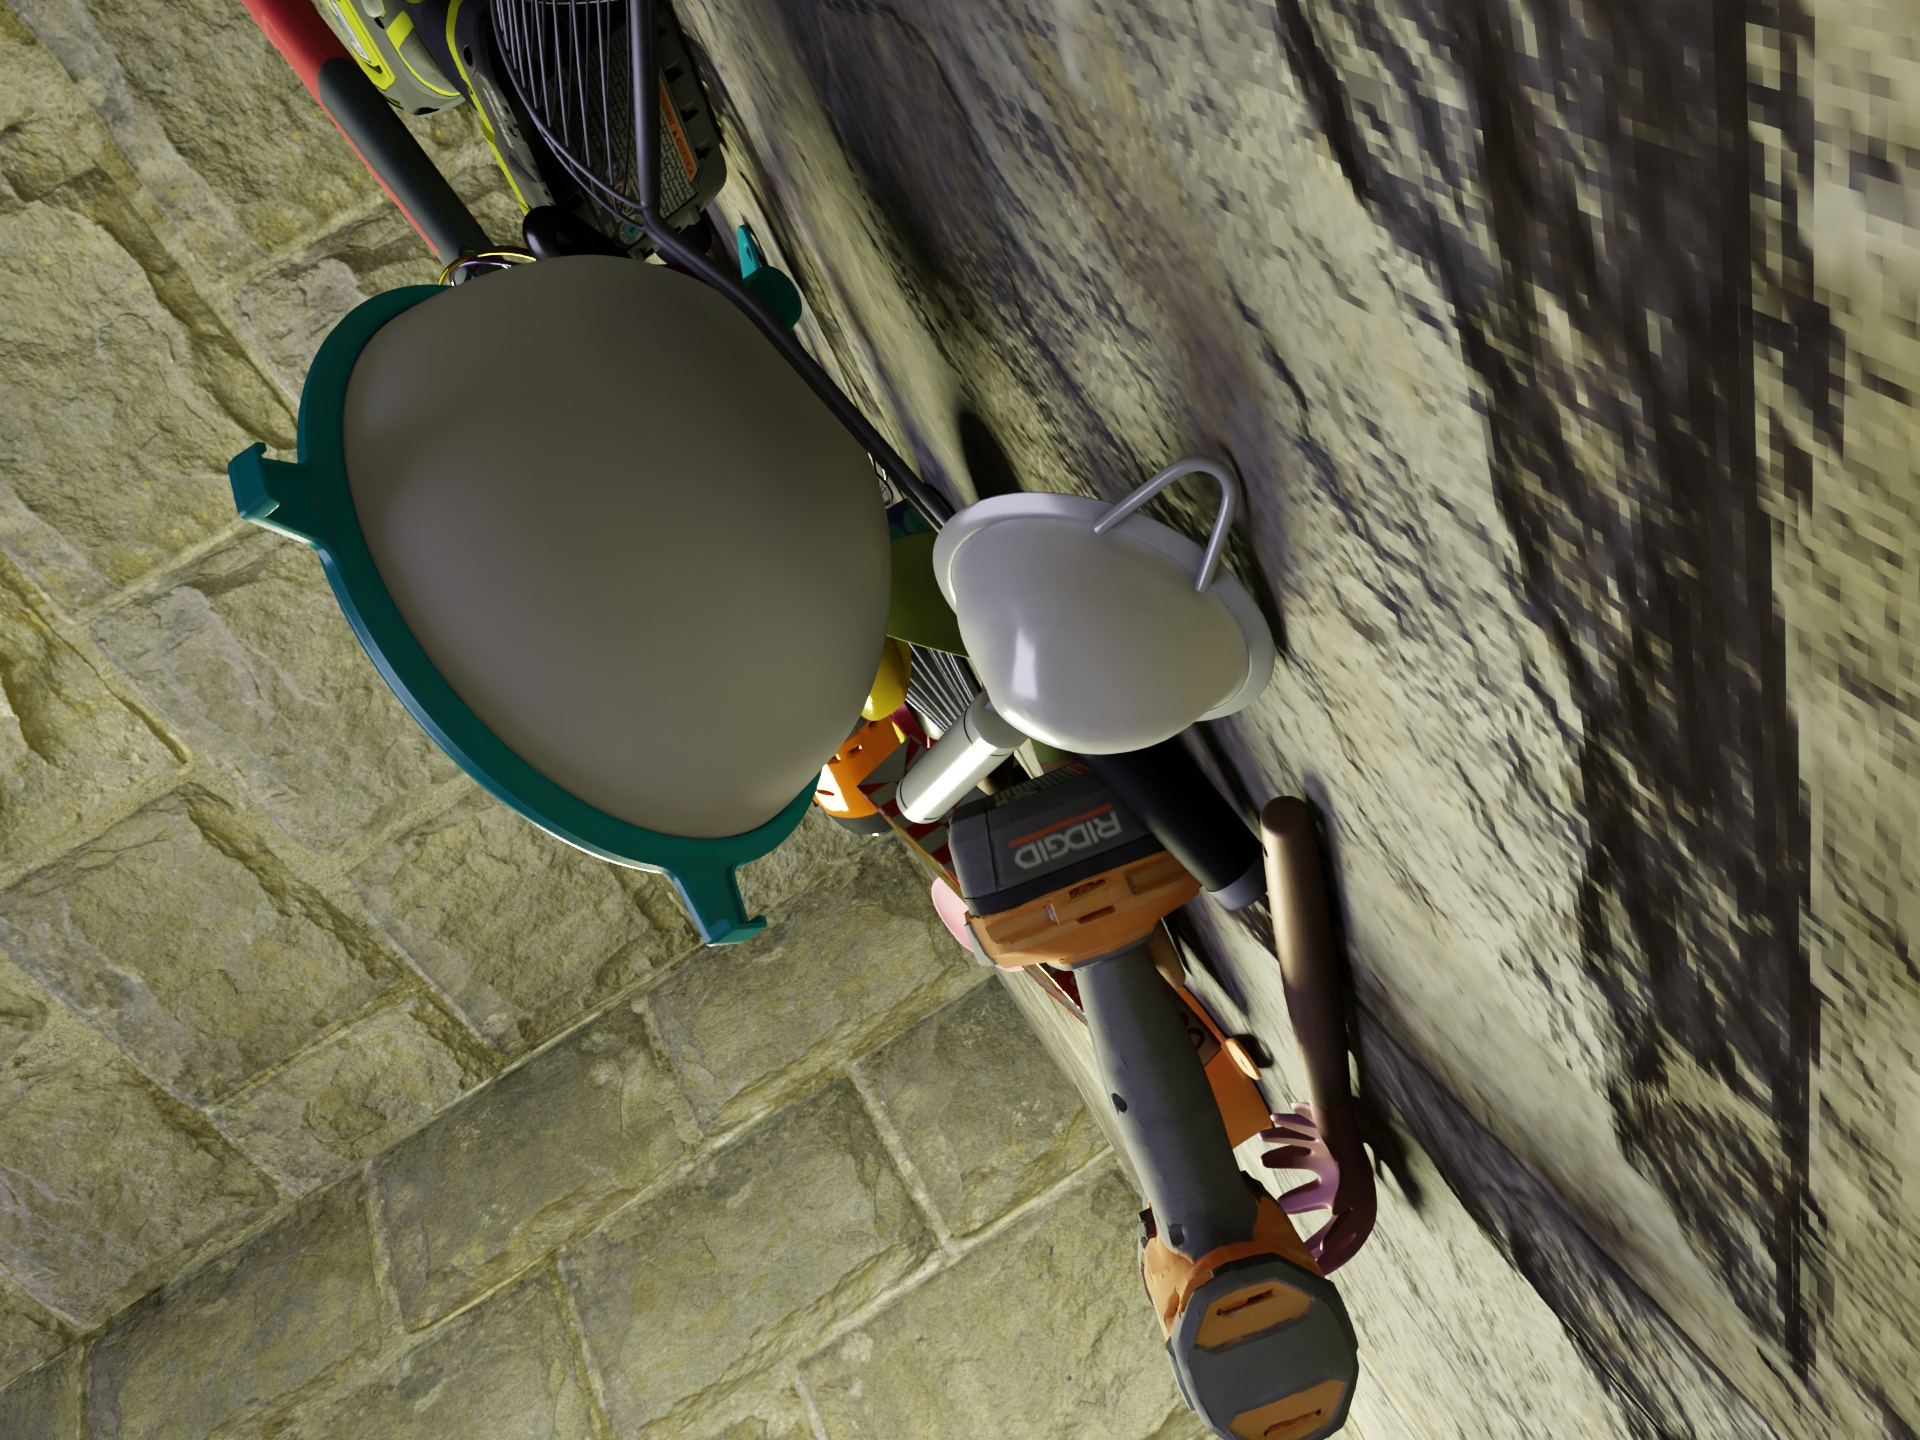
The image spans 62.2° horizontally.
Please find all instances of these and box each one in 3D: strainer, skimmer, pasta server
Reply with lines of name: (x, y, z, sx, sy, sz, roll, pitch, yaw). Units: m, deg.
strainer: (0.014, 0.000, 0.441, 0.087, 0.050, 0.258, 28, 160, -5)
skimmer: (-0.005, -0.102, 0.454, 0.363, 0.090, 0.127, 49, 178, -11)
strainer: (-0.076, -0.103, 0.543, 0.210, 0.095, 0.341, 48, -150, -23)
pasta server: (0.117, 0.118, 0.541, 0.315, 0.040, 0.060, 67, -175, -51)

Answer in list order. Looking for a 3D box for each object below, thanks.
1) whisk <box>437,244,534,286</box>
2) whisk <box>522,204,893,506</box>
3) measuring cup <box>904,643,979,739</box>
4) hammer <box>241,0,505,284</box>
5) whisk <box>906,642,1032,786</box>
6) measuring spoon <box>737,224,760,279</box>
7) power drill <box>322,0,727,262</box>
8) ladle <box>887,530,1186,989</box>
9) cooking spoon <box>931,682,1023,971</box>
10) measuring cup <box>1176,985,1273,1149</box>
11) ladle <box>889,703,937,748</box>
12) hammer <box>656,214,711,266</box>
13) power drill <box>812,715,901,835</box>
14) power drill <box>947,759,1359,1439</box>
whisk: (-0.130, -0.152, 0.722, 0.244, 0.047, 0.051, 21, -164, -50)
whisk: (-0.102, -0.142, 0.688, 0.238, 0.055, 0.055, 37, -167, -50)
measuring cup: (-0.043, -0.059, 0.938, 0.168, 0.038, 0.083, 55, 174, 20)
hammer: (-0.258, -0.267, 0.668, 0.386, 0.038, 0.143, 54, 168, -23)
whisk: (-0.002, -0.002, 0.837, 0.284, 0.070, 0.070, 53, 174, 4)
measuring spoon: (-0.087, -0.191, 0.772, 0.042, 0.021, 0.128, 56, 165, 30)
power drill: (-0.207, -0.295, 0.654, 0.223, 0.080, 0.171, 41, 167, 24)
ladle: (0.040, 0.038, 0.683, 0.078, 0.062, 0.319, 26, 156, 42)
cooking spoon: (0.016, 0.050, 0.800, 0.069, 0.017, 0.318, 29, 151, 17)
measuring cup: (0.116, 0.181, 0.795, 0.095, 0.052, 0.173, 57, 176, 10)
ladle: (-0.083, -0.013, 1.106, 0.315, 0.031, 0.069, 1, 105, 62)
hammer: (-0.198, -0.355, 0.719, 0.146, 0.035, 0.334, 52, 172, 49)
power drill: (-0.089, -0.040, 0.969, 0.164, 0.084, 0.227, 71, 178, -57)
power drill: (0.069, 0.127, 0.588, 0.185, 0.084, 0.226, 44, -155, -89)
